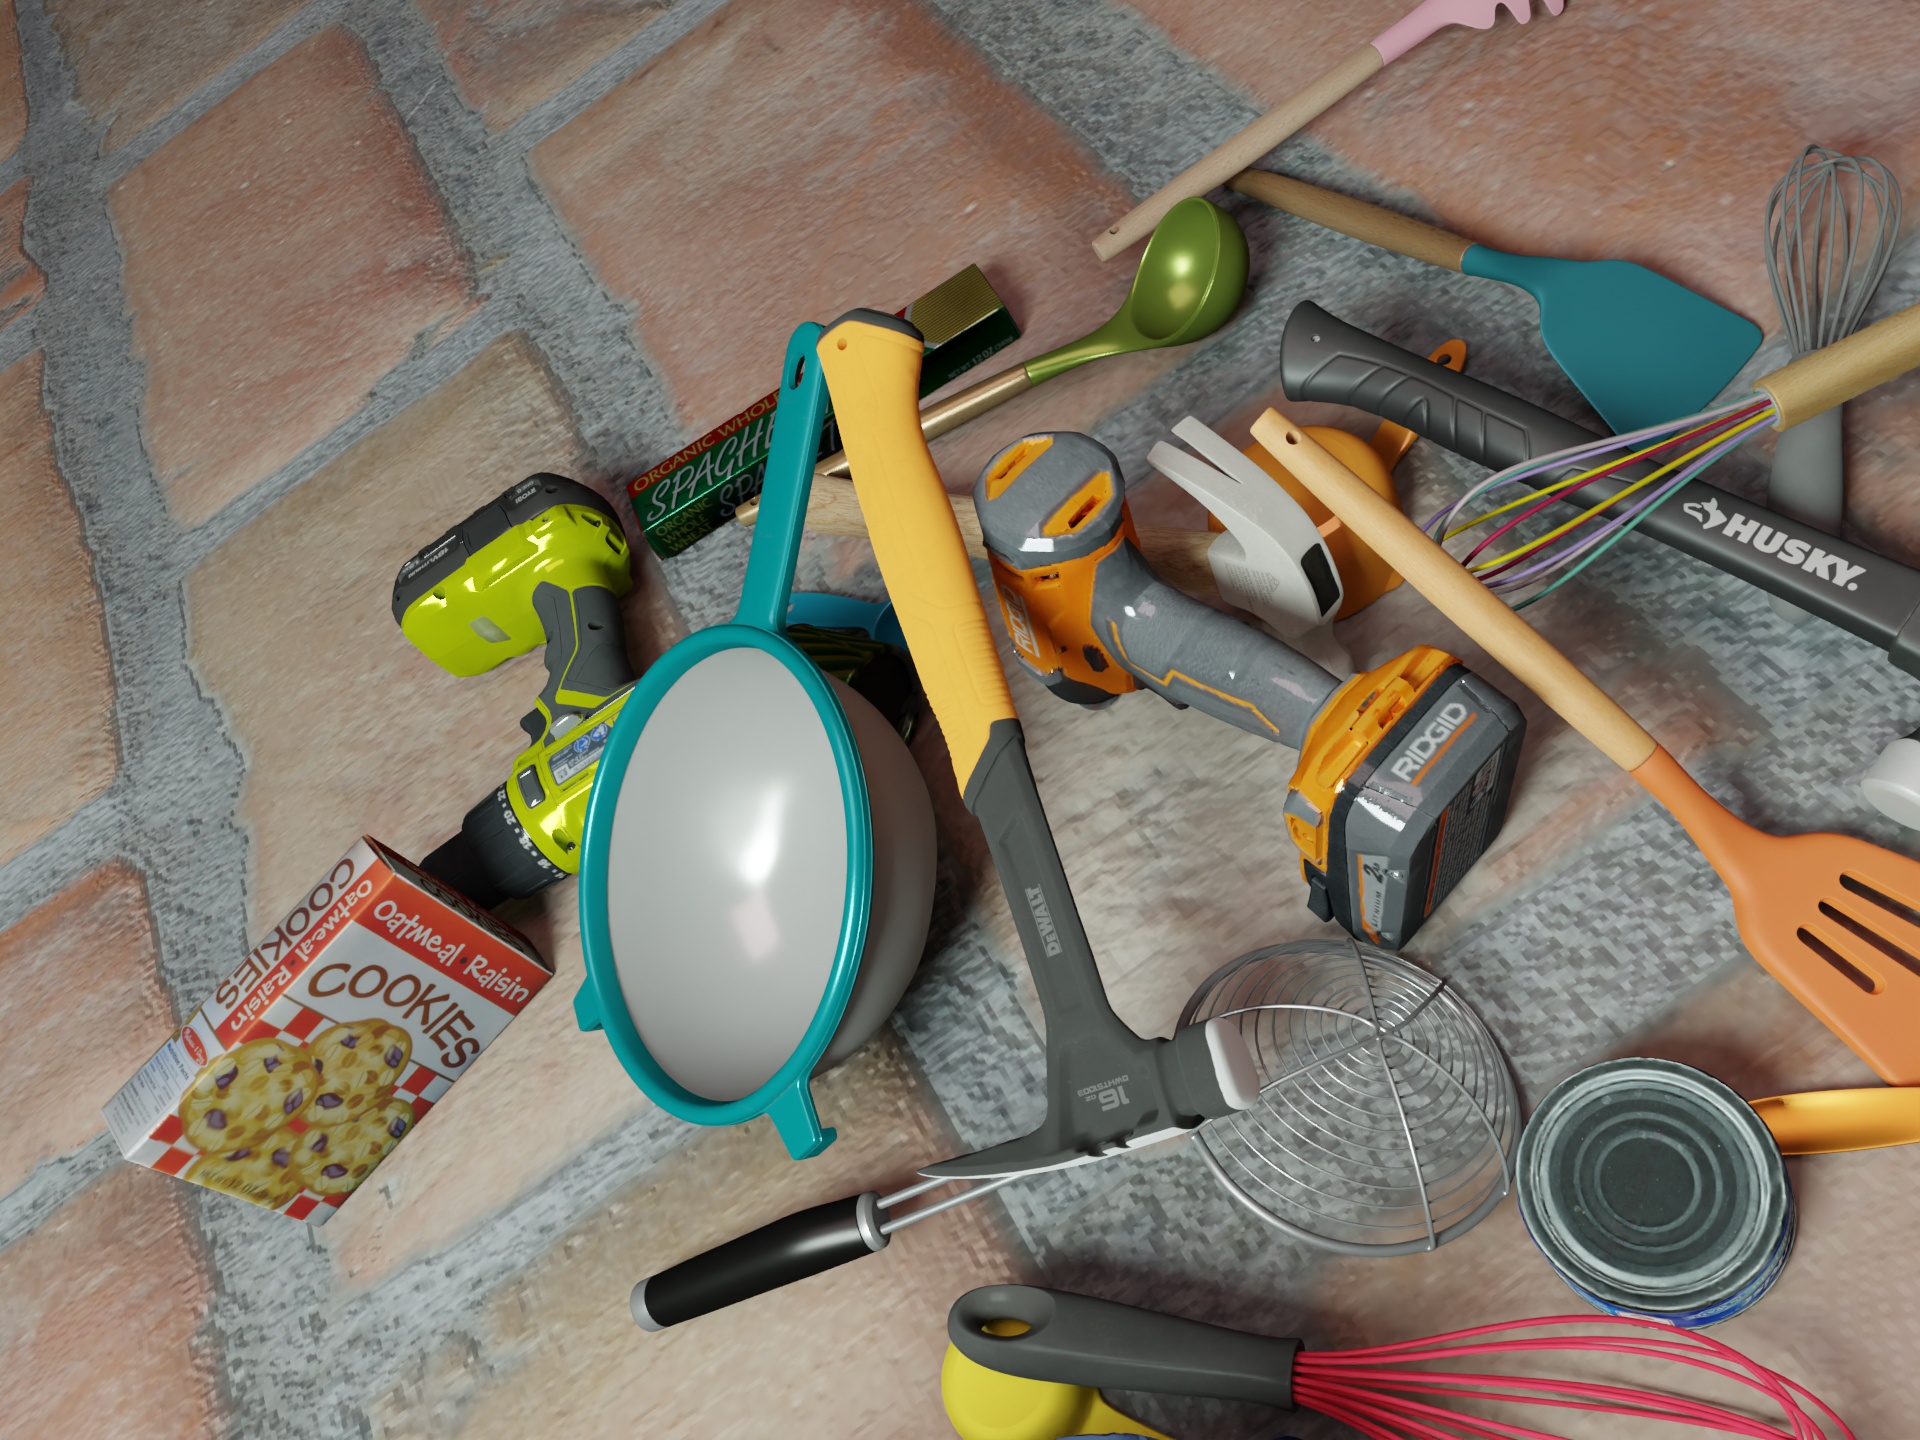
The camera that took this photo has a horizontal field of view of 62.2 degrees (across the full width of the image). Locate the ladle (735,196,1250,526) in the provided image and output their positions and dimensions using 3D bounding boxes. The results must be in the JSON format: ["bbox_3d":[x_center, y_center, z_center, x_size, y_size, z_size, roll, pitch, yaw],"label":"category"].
[{"bbox_3d":[0.009,-0.186,0.869,0.320,0.062,0.078,-24,51,15],"label":"ladle"}]

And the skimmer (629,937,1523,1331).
[{"bbox_3d":[0.032,0.188,0.627,0.363,0.090,0.127,-27,44,22],"label":"skimmer"}]

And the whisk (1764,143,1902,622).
[{"bbox_3d":[0.361,-0.146,0.671,0.055,0.055,0.239,4,67,29],"label":"whisk"}]

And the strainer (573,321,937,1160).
[{"bbox_3d":[-0.065,0.004,0.699,0.211,0.095,0.340,12,92,48],"label":"strainer"}]

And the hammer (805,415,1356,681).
[{"bbox_3d":[0.034,-0.091,0.770,0.331,0.129,0.031,16,51,43],"label":"hammer"}]

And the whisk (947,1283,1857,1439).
[{"bbox_3d":[0.130,0.219,0.524,0.296,0.073,0.073,0,60,25],"label":"whisk"}]

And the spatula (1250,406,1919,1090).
[{"bbox_3d":[0.230,-0.005,0.569,0.322,0.041,0.081,42,82,4],"label":"spatula"}]

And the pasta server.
[{"bbox_3d":[0.207,-0.343,0.873,0.316,0.040,0.060,-35,50,0],"label":"pasta server"}]

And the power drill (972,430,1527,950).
[{"bbox_3d":[0.107,-0.009,0.651,0.227,0.164,0.084,37,74,27],"label":"power drill"}]

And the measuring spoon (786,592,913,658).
[{"bbox_3d":[-0.054,-0.051,0.842,0.129,0.021,0.042,10,65,42],"label":"measuring spoon"}]

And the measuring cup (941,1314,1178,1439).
[{"bbox_3d":[0.058,0.257,0.566,0.157,0.029,0.062,16,68,37],"label":"measuring cup"}]

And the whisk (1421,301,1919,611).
[{"bbox_3d":[0.284,-0.106,0.597,0.245,0.047,0.051,-26,79,9],"label":"whisk"}]

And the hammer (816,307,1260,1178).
[{"bbox_3d":[-0.001,-0.002,0.598,0.127,0.034,0.337,-25,72,27],"label":"hammer"}]

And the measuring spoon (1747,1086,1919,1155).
[{"bbox_3d":[0.312,0.134,0.533,0.117,0.011,0.021,-12,59,24],"label":"measuring spoon"}]

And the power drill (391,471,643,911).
[{"bbox_3d":[-0.231,-0.012,0.865,0.190,0.080,0.229,-34,53,3],"label":"power drill"}]

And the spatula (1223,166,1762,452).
[{"bbox_3d":[0.239,-0.230,0.802,0.082,0.044,0.318,-44,46,-4],"label":"spatula"}]

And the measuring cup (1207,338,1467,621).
[{"bbox_3d":[0.183,-0.126,0.740,0.095,0.052,0.173,29,77,38],"label":"measuring cup"}]

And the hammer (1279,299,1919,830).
[{"bbox_3d":[0.271,-0.100,0.645,0.335,0.035,0.146,35,86,31],"label":"hammer"}]
